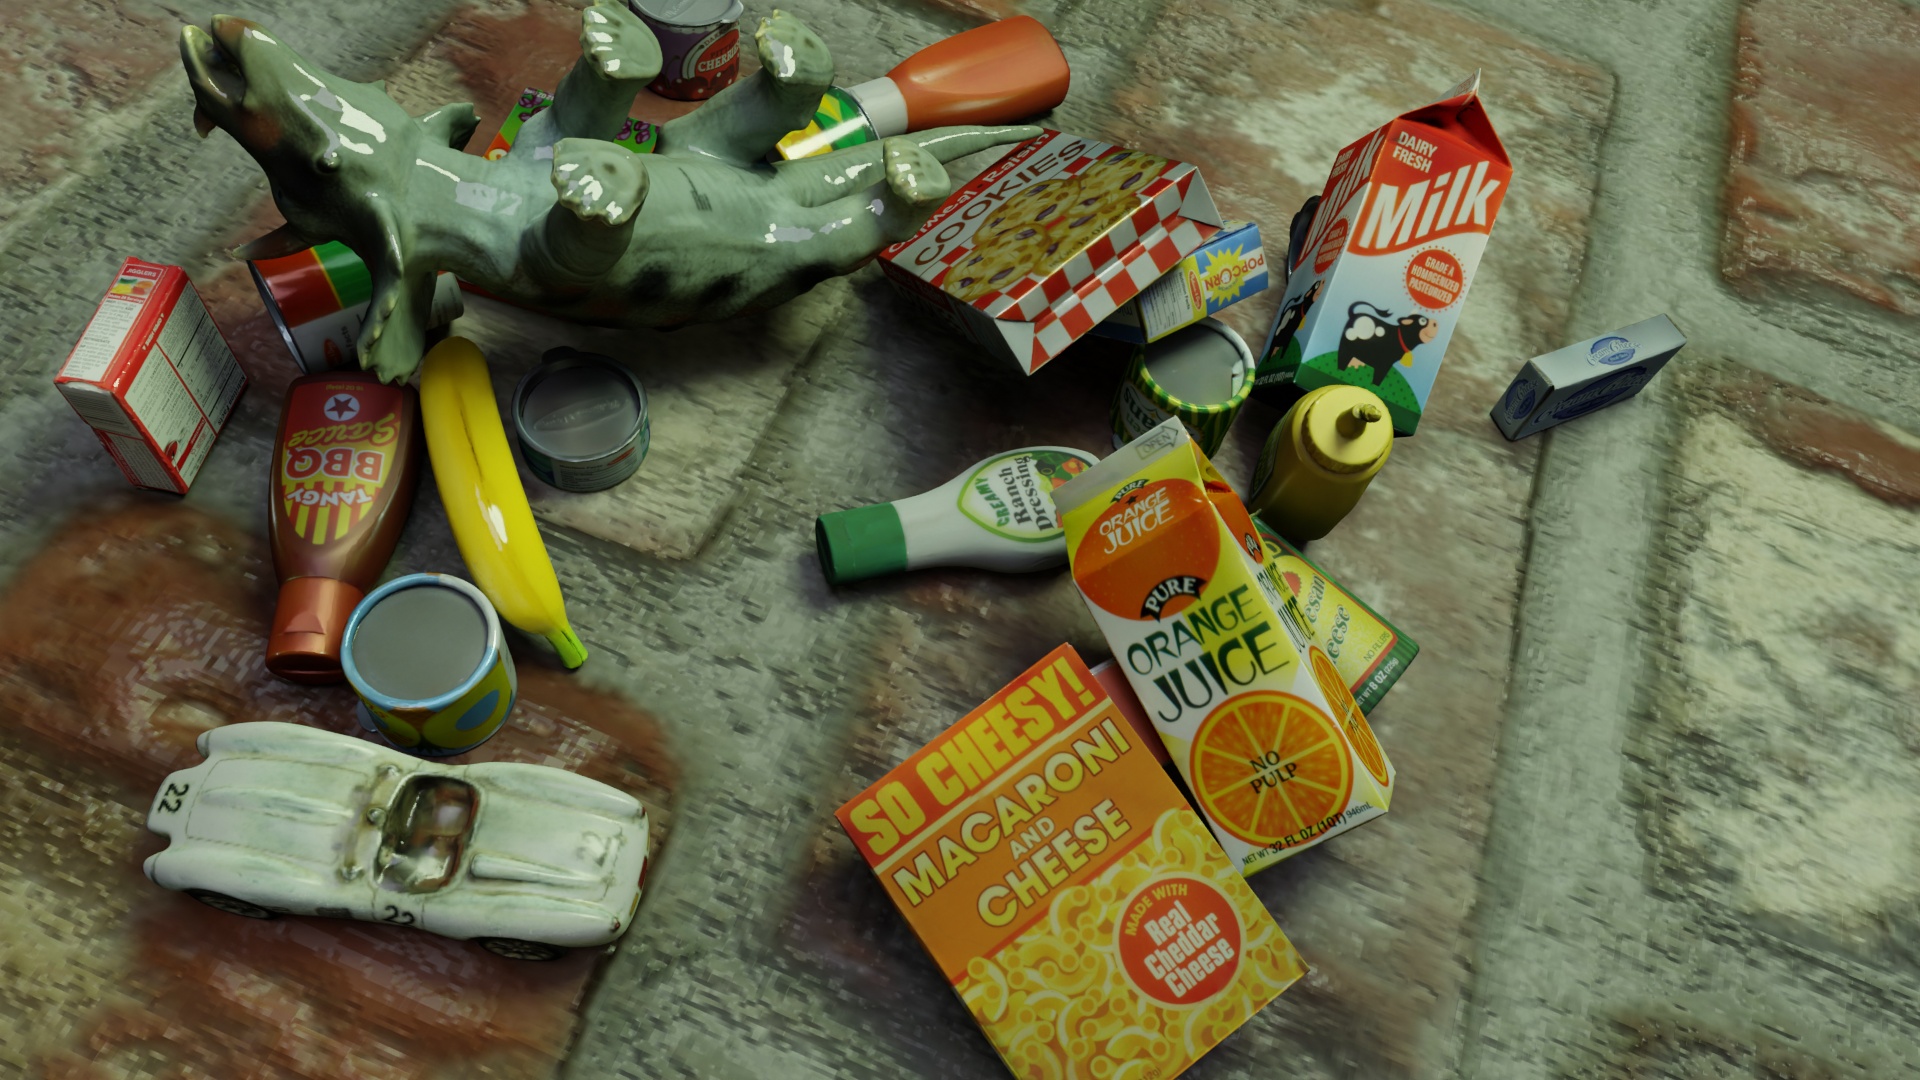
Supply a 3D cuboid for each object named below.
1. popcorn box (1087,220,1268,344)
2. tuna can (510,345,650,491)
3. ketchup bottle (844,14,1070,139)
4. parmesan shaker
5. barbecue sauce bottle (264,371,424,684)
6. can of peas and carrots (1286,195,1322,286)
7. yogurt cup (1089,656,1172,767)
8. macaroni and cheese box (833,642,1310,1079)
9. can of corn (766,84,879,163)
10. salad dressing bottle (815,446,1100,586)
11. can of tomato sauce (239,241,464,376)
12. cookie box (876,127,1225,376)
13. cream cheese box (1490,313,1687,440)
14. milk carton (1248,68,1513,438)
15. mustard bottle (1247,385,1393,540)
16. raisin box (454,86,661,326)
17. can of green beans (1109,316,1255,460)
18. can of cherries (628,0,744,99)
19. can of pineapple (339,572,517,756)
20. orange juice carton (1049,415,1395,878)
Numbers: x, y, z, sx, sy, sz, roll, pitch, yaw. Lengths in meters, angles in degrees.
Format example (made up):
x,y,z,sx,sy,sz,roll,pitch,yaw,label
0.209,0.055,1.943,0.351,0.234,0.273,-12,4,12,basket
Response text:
x,y,z,sx,sy,sz,roll,pitch,yaw,label
0.092,-0.145,0.755,0.085,0.038,0.127,-28,27,-22,popcorn box
-0.192,-0.062,0.704,0.071,0.032,0.071,4,60,-7,tuna can
-0.009,-0.276,0.851,0.149,0.043,0.065,-24,66,-21,ketchup bottle
0.166,0.042,0.684,0.103,0.071,0.071,40,62,13,parmesan shaker
-0.292,-0.008,0.650,0.065,0.043,0.149,1,61,-10,barbecue sauce bottle
0.231,-0.168,0.817,0.059,0.070,0.071,5,60,-7,can of peas and carrots
0.065,0.091,0.643,0.072,0.072,0.054,-27,76,-22,yogurt cup
0.044,0.146,0.583,0.124,0.040,0.166,-35,85,-8,macaroni and cheese box
-0.087,-0.219,0.792,0.058,0.070,0.071,-33,71,-24,can of corn
0.002,-0.009,0.700,0.148,0.043,0.064,-12,65,-16,salad dressing bottle
-0.307,-0.130,0.704,0.083,0.070,0.071,-28,69,-23,can of tomato sauce
0.039,-0.155,0.721,0.123,0.040,0.168,-38,31,-6,cookie box
0.363,-0.094,0.803,0.104,0.053,0.024,-19,63,-19,cream cheese box
0.229,-0.155,0.744,0.073,0.072,0.190,22,87,-8,milk carton
0.178,-0.044,0.679,0.049,0.160,0.065,18,79,5,mustard bottle
-0.222,-0.185,0.766,0.086,0.040,0.124,18,60,0,raisin box
0.120,-0.081,0.752,0.071,0.057,0.071,4,60,-7,can of green beans
-0.164,-0.307,0.834,0.071,0.058,0.072,5,59,-8,can of cherries
-0.235,0.056,0.615,0.071,0.057,0.071,4,60,-7,can of pineapple
0.115,0.044,0.626,0.071,0.073,0.193,-31,84,19,orange juice carton
